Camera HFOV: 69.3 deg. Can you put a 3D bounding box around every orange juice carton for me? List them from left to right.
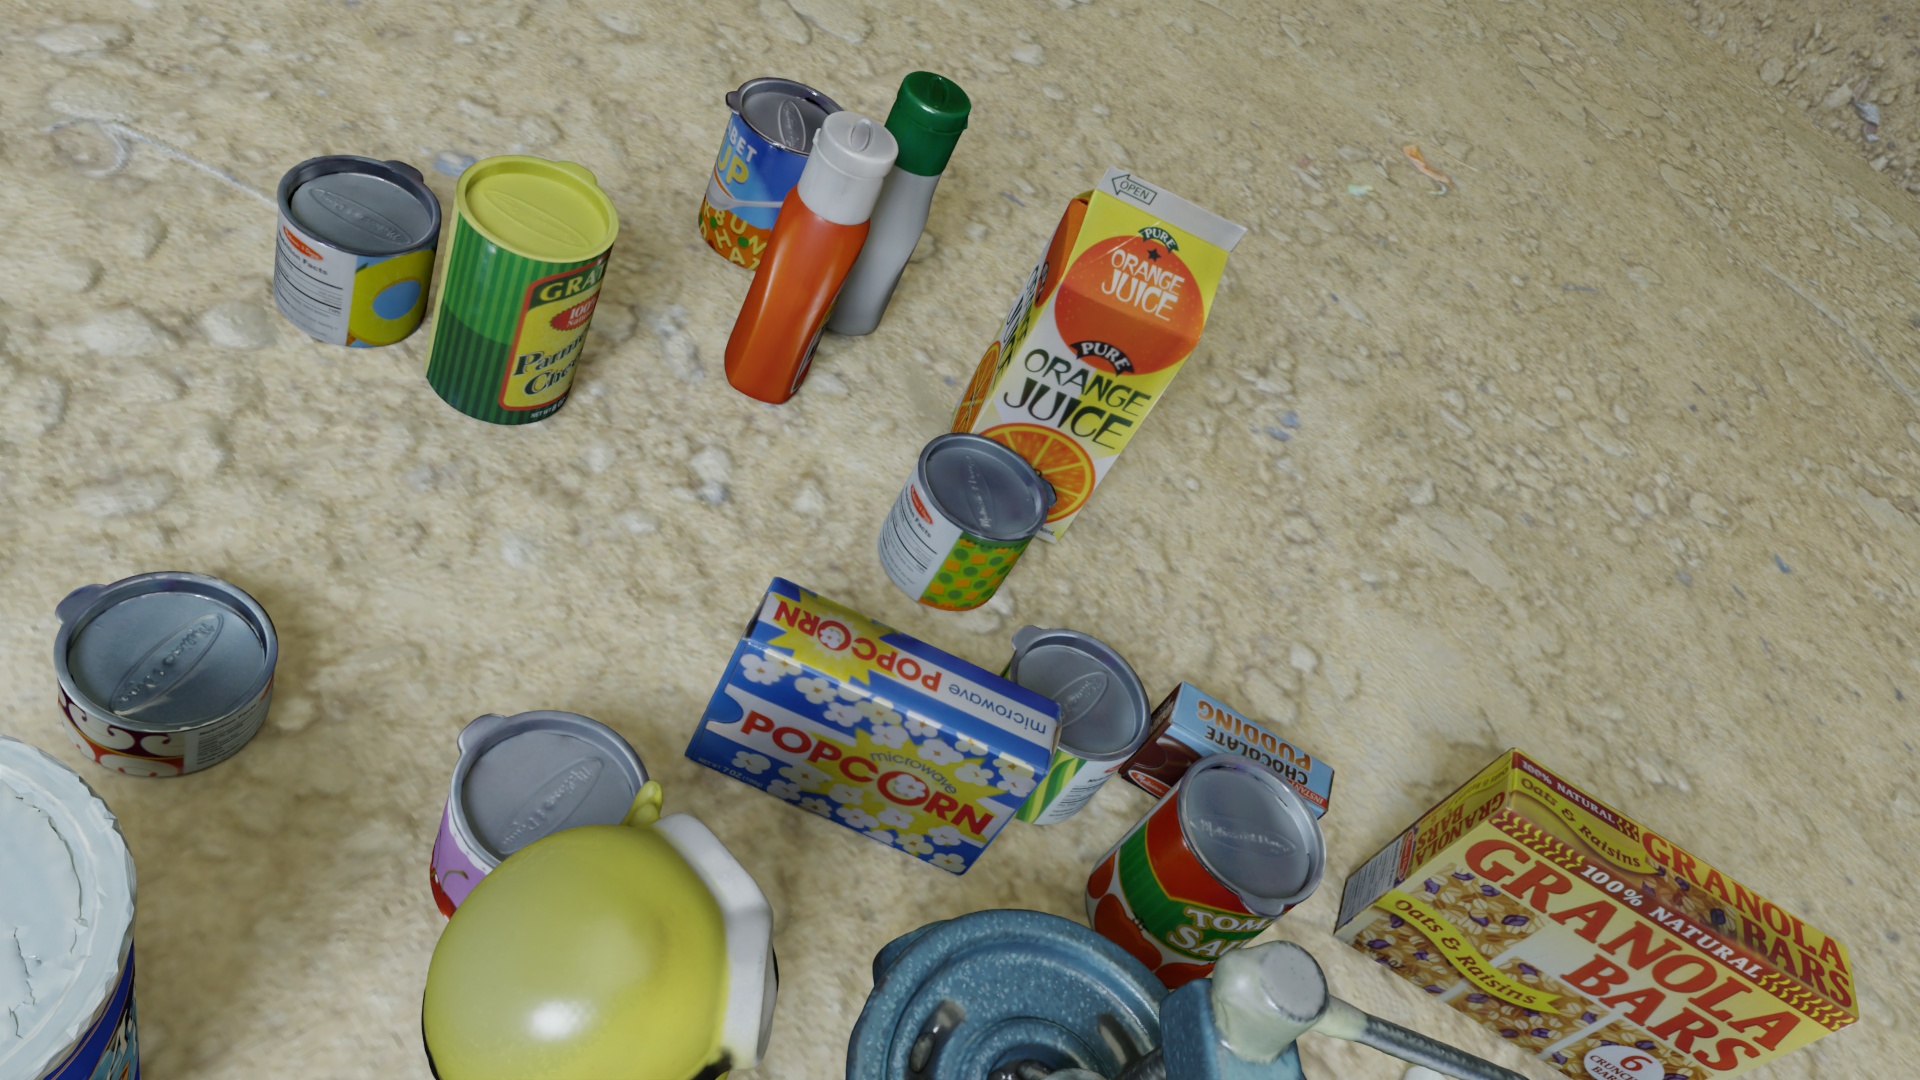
[{"bbox_3d":[0.060,-0.093,0.676,0.072,0.191,0.073,22,44,-11],"label":"orange juice carton"}]

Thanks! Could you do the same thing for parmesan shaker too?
[{"bbox_3d":[-0.194,-0.109,0.614,0.071,0.102,0.072,16,46,-17],"label":"parmesan shaker"}]

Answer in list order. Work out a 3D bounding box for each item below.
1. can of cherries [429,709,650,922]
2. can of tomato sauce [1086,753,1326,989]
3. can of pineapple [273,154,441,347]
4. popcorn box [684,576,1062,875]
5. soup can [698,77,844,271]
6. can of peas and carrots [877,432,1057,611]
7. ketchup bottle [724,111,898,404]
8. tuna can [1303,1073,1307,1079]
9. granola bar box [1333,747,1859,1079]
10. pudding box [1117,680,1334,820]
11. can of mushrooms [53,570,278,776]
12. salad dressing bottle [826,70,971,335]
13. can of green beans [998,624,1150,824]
[{"bbox_3d":[-0.148,0.100,0.483,0.071,0.058,0.072,16,46,-17],"label":"can of cherries"},{"bbox_3d":[0.099,0.139,0.569,0.071,0.082,0.071,16,46,-17],"label":"can of tomato sauce"},{"bbox_3d":[-0.269,-0.130,0.623,0.071,0.057,0.071,16,46,-17],"label":"can of pineapple"},{"bbox_3d":[-0.035,0.076,0.549,0.127,0.084,0.038,25,44,-7],"label":"popcorn box"},{"bbox_3d":[-0.104,-0.199,0.758,0.071,0.083,0.072,16,46,-17],"label":"soup can"},{"bbox_3d":[0.002,-0.008,0.665,0.071,0.058,0.071,16,46,-17],"label":"can of peas and carrots"},{"bbox_3d":[-0.074,-0.137,0.673,0.043,0.148,0.065,21,45,-12],"label":"ketchup bottle"},{"bbox_3d":[0.098,0.220,0.532,0.071,0.032,0.071,16,46,-17],"label":"tuna can"},{"bbox_3d":[0.269,0.174,0.603,0.165,0.123,0.039,31,43,-1],"label":"granola bar box"},{"bbox_3d":[0.121,0.106,0.635,0.084,0.049,0.030,30,43,-2],"label":"pudding box"},{"bbox_3d":[-0.276,0.045,0.480,0.071,0.033,0.071,16,46,-17],"label":"can of mushrooms"},{"bbox_3d":[-0.039,-0.174,0.726,0.044,0.146,0.064,17,45,-15],"label":"salad dressing bottle"},{"bbox_3d":[0.040,0.082,0.606,0.071,0.057,0.071,16,46,-17],"label":"can of green beans"}]
